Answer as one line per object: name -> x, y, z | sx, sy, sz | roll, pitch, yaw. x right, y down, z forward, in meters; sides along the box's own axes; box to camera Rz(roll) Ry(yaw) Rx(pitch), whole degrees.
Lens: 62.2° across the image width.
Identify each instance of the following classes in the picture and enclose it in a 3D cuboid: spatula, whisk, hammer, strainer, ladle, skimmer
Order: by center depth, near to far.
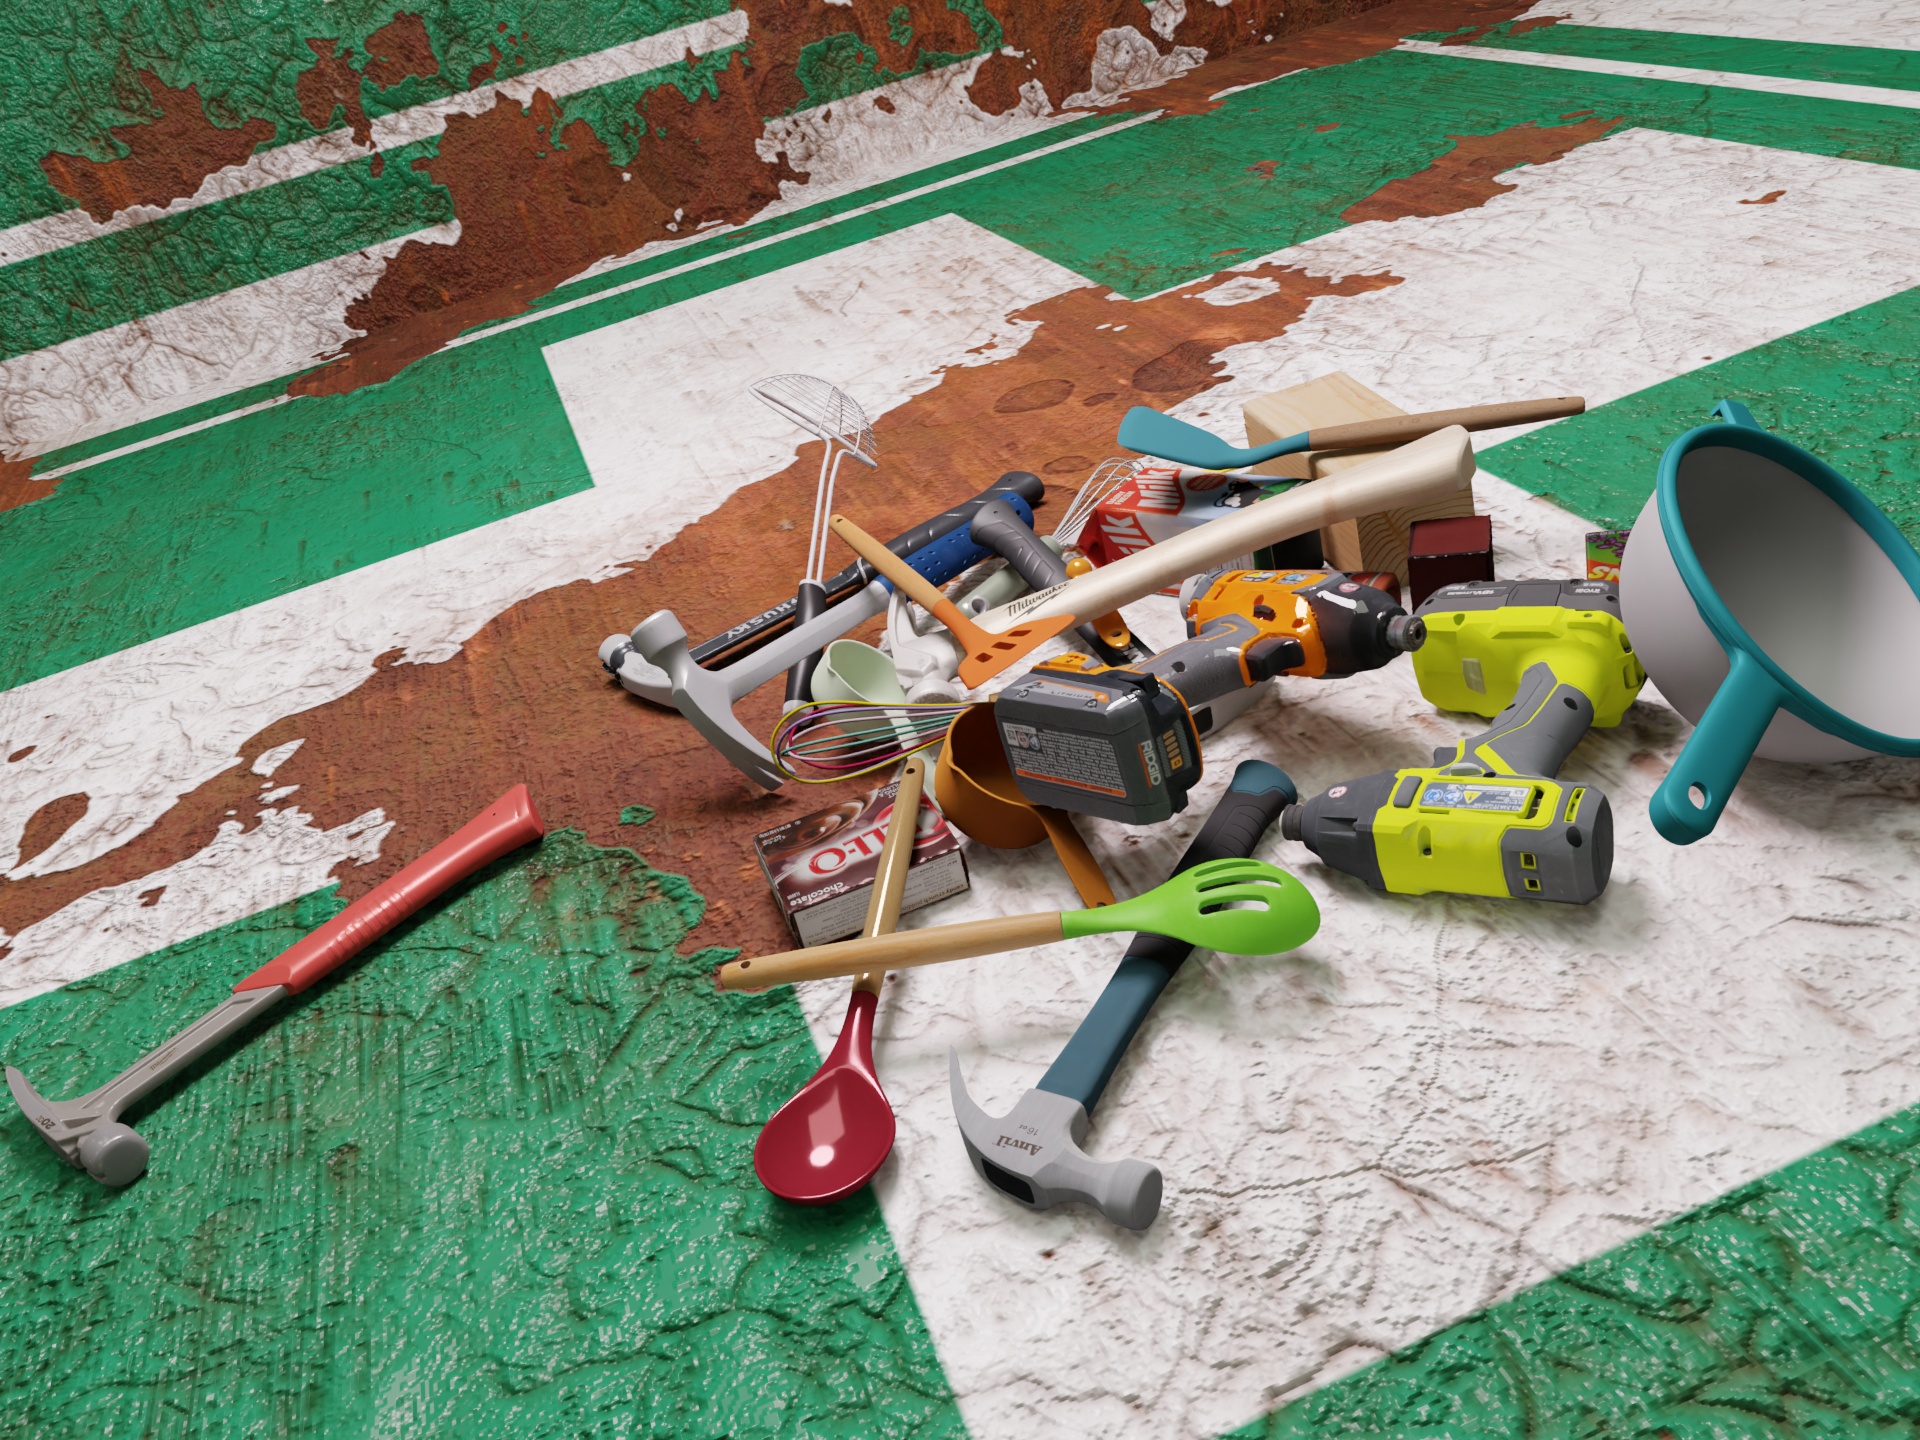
strainer -> 0.400, -0.021, 0.833 | 0.340, 0.211, 0.095 | -41, -6, -39
hammer -> 0.104, 0.124, 0.839 | 0.128, 0.033, 0.331 | 7, 37, 32
ladle -> -0.049, 0.130, 0.864 | 0.069, 0.031, 0.316 | -1, 41, 12
whisk -> -0.002, -0.005, 1.018 | 0.245, 0.051, 0.047 | -12, 70, 0
hammer -> -0.426, 0.152, 1.038 | 0.149, 0.036, 0.359 | 14, 42, 41
hammer -> 0.145, -0.115, 1.085 | 0.410, 0.038, 0.146 | -21, 39, 6
spatula -> -0.026, -0.093, 1.094 | 0.081, 0.041, 0.323 | -34, 37, -10
spatula -> 0.273, -0.211, 1.128 | 0.317, 0.044, 0.082 | -5, 29, 18
hammer -> 0.093, -0.082, 1.151 | 0.146, 0.035, 0.335 | -22, 38, -11
hammer -> -0.064, -0.086, 1.214 | 0.035, 0.144, 0.405 | -35, 0, 45
skimmer -> -0.129, -0.142, 1.283 | 0.090, 0.127, 0.364 | -31, 44, 41
whisk -> 0.078, -0.144, 1.294 | 0.246, 0.058, 0.059 | -40, 3, -31
hammer -> -0.095, -0.118, 1.335 | 0.409, 0.036, 0.149 | -30, 34, -24

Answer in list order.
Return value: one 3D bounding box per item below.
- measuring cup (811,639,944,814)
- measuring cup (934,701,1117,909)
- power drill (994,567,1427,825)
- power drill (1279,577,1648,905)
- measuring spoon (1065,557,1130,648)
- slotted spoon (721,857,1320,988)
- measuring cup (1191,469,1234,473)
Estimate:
measuring cup -> -0.050, 0.013, 1.079 | 0.083, 0.038, 0.168 | 10, 38, -41
measuring cup -> 0.044, 0.067, 0.952 | 0.095, 0.052, 0.174 | -8, 51, -28
power drill -> 0.151, -0.024, 0.924 | 0.226, 0.084, 0.164 | -29, 22, -31
power drill -> 0.291, 0.011, 0.899 | 0.171, 0.080, 0.223 | 2, 37, 35
measuring spoon -> 0.096, -0.084, 1.113 | 0.021, 0.011, 0.117 | -17, 37, -3
slotted spoon -> 0.028, 0.112, 0.826 | 0.314, 0.031, 0.070 | -9, 34, 7
measuring cup -> 0.224, -0.200, 1.343 | 0.156, 0.029, 0.062 | -22, 28, -35
